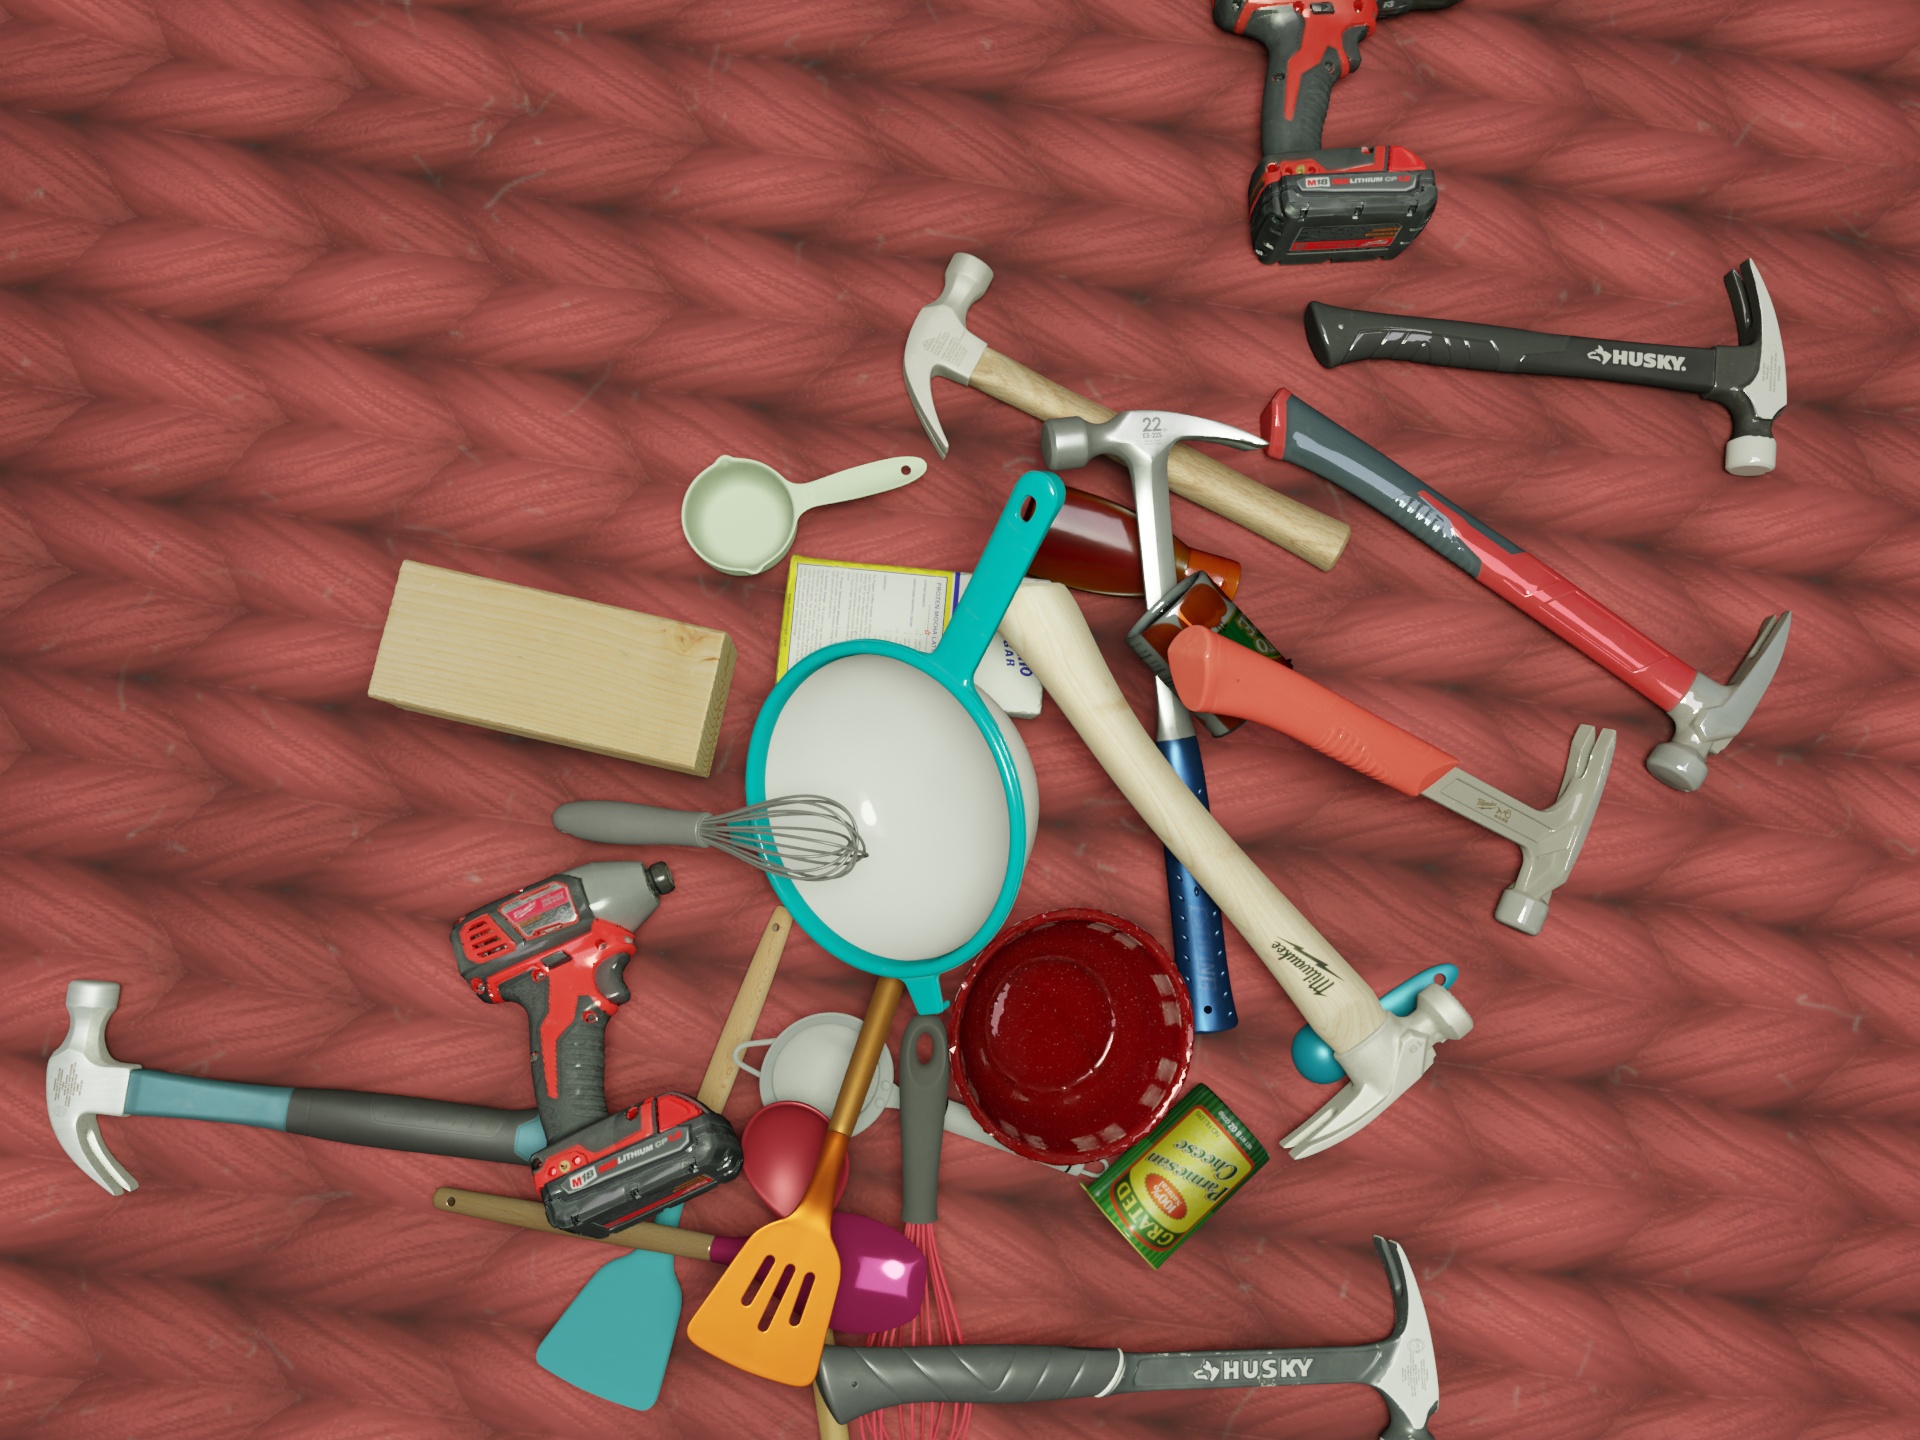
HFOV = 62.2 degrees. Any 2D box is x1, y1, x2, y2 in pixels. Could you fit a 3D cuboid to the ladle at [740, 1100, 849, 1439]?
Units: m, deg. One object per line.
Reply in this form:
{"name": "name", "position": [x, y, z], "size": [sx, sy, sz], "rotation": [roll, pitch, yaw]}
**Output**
{"name": "ladle", "position": [-0.087, 0.390, 1.002], "size": [0.069, 0.031, 0.315], "rotation": [-7, 92, 10]}

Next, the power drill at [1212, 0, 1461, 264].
{"name": "power drill", "position": [0.276, -0.441, 1.104], "size": [0.188, 0.080, 0.227], "rotation": [-4, 81, -3]}

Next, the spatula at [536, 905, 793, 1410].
{"name": "spatula", "position": [-0.171, 0.269, 1.019], "size": [0.082, 0.044, 0.317], "rotation": [19, 82, 12]}

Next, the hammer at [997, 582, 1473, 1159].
{"name": "hammer", "position": [0.147, 0.086, 1.004], "size": [0.146, 0.038, 0.410], "rotation": [-40, 96, -3]}

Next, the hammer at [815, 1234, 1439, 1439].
{"name": "hammer", "position": [0.110, 0.397, 0.981], "size": [0.408, 0.036, 0.149], "rotation": [5, 80, -15]}

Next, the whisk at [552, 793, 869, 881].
{"name": "whisk", "position": [-0.163, 0.069, 0.998], "size": [0.239, 0.055, 0.055], "rotation": [2, 83, 27]}

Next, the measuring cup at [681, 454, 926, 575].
{"name": "measuring cup", "position": [-0.104, -0.147, 1.073], "size": [0.167, 0.038, 0.083], "rotation": [-16, 85, -6]}

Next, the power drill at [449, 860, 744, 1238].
{"name": "power drill", "position": [-0.220, 0.194, 0.990], "size": [0.143, 0.078, 0.220], "rotation": [-24, 67, -5]}

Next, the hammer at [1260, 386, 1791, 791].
{"name": "hammer", "position": [0.378, -0.119, 1.090], "size": [0.386, 0.038, 0.143], "rotation": [35, 82, 2]}

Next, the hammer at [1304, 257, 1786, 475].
{"name": "hammer", "position": [0.406, -0.261, 1.108], "size": [0.334, 0.035, 0.146], "rotation": [6, 84, -2]}

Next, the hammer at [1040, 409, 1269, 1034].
{"name": "hammer", "position": [0.146, 0.000, 1.036], "size": [0.144, 0.035, 0.405], "rotation": [-7, 93, -8]}

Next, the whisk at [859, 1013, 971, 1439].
{"name": "whisk", "position": [-0.026, 0.331, 0.995], "size": [0.073, 0.073, 0.296], "rotation": [2, 90, -2]}

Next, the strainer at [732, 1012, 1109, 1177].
{"name": "strainer", "position": [-0.024, 0.251, 1.031], "size": [0.258, 0.050, 0.087], "rotation": [21, 93, -6]}

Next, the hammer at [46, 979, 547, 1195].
{"name": "hammer", "position": [-0.413, 0.249, 1.016], "size": [0.331, 0.033, 0.128], "rotation": [7, 83, -2]}

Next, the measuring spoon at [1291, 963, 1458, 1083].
{"name": "measuring spoon", "position": [0.279, 0.198, 1.057], "size": [0.128, 0.021, 0.042], "rotation": [-31, 86, -4]}

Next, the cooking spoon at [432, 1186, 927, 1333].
{"name": "cooking spoon", "position": [-0.178, 0.322, 0.984], "size": [0.319, 0.017, 0.069], "rotation": [7, 79, 10]}

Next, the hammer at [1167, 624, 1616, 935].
{"name": "hammer", "position": [0.272, 0.014, 0.985], "size": [0.358, 0.037, 0.149], "rotation": [24, 86, -30]}

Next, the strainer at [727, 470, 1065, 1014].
{"name": "strainer", "position": [-0.002, -0.003, 0.974], "size": [0.211, 0.095, 0.340], "rotation": [38, 117, 23]}

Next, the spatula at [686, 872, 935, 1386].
{"name": "spatula", "position": [-0.071, 0.235, 0.978], "size": [0.081, 0.041, 0.323], "rotation": [26, 56, -9]}

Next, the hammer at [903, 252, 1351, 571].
{"name": "hammer", "position": [0.112, -0.189, 1.089], "size": [0.331, 0.031, 0.130], "rotation": [27, 83, 0]}
